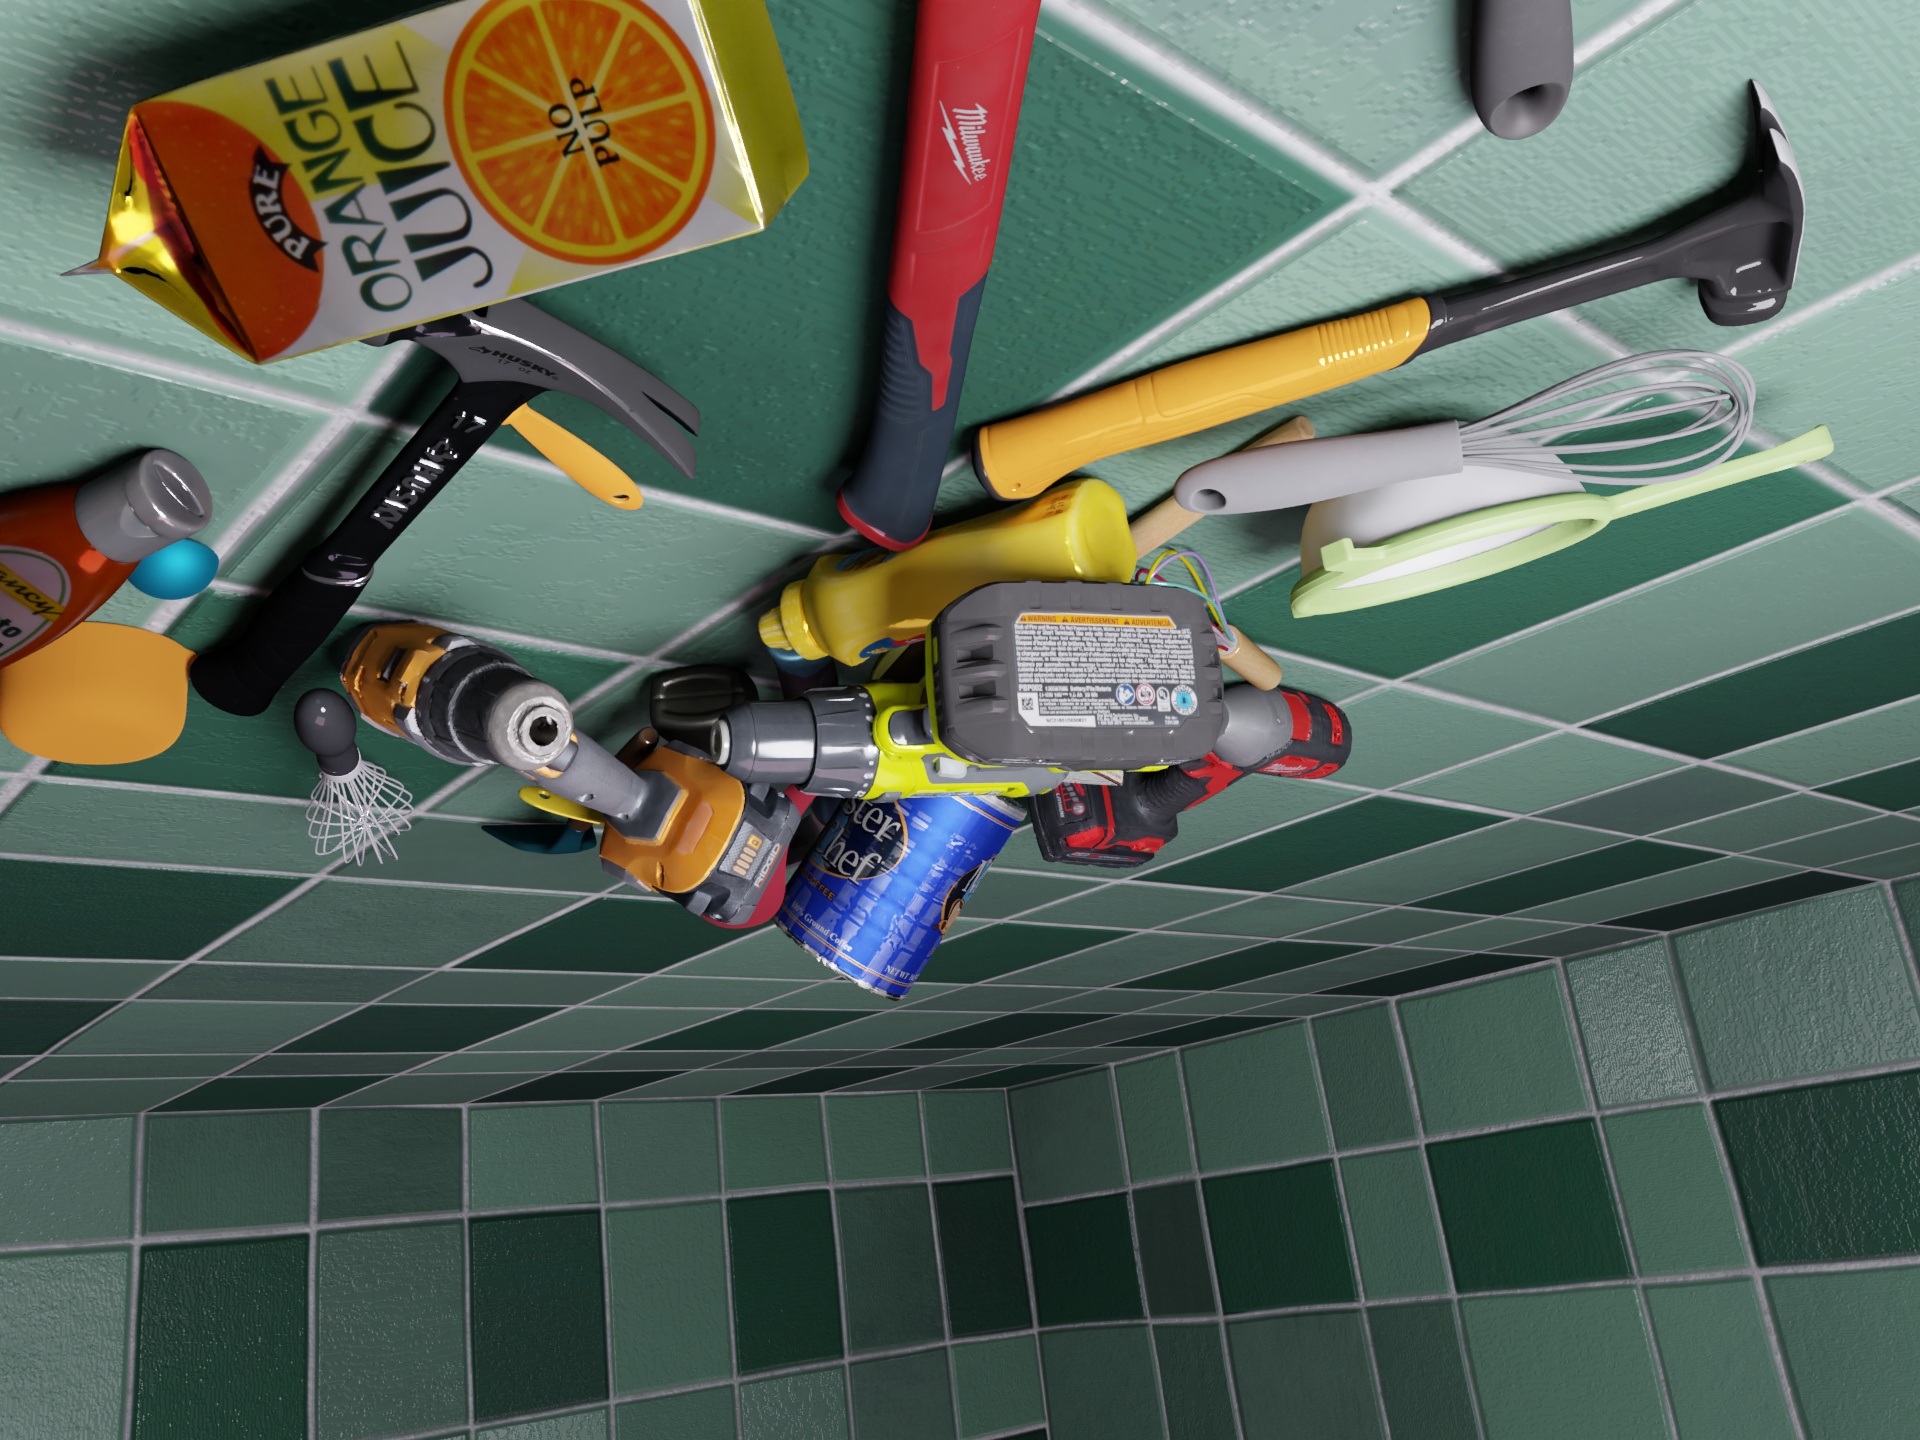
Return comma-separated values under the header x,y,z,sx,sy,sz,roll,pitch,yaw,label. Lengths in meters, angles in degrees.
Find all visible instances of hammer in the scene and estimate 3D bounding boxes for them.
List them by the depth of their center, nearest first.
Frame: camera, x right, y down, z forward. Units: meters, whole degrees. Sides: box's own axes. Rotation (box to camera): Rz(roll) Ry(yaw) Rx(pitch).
x,y,z,sx,sy,sz,roll,pitch,yaw,label
0.007,-0.161,0.568,0.143,0.038,0.386,-6,161,-8,hammer
0.159,-0.154,0.649,0.337,0.034,0.127,-14,161,20,hammer
-0.264,-0.075,0.703,0.149,0.036,0.409,18,152,-33,hammer
-0.085,0.014,0.992,0.128,0.033,0.330,-35,162,-13,hammer

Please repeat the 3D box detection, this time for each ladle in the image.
x,y,z,sx,sy,sz,roll,pitch,yaw,label
0.060,-0.067,0.839,0.078,0.062,0.320,36,139,-21,ladle
-0.068,0.018,0.902,0.315,0.069,0.031,-48,-175,26,ladle

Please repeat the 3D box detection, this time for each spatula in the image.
x,y,z,sx,sy,sz,roll,pitch,yaw,label
-0.250,0.049,1.061,0.082,0.044,0.317,2,161,-26,spatula

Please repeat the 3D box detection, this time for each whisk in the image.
x,y,z,sx,sy,sz,roll,pitch,yaw,label
0.141,-0.227,0.404,0.073,0.073,0.295,-13,167,18,whisk
0.210,-0.114,0.675,0.239,0.055,0.055,-7,162,13,whisk
-0.359,0.033,0.930,0.070,0.070,0.284,-2,164,-16,whisk
0.148,-0.048,0.944,0.051,0.047,0.244,-17,162,22,whisk

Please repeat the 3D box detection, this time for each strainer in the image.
x,y,z,sx,sy,sz,roll,pitch,yaw,label
0.273,-0.118,0.750,0.256,0.069,0.151,-16,173,5,strainer

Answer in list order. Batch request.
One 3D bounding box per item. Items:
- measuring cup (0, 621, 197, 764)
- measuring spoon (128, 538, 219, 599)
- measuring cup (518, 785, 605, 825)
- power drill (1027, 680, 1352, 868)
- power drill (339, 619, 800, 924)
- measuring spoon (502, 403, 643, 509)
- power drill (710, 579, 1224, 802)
x,y,z,sx,sy,sz,roll,pitch,yaw,label
-0.457,0.005,0.853,0.095,0.052,0.173,-1,158,-18,measuring cup
-0.403,-0.067,0.712,0.128,0.021,0.042,0,160,-20,measuring spoon
-0.190,0.052,0.969,0.156,0.062,0.029,16,119,-34,measuring cup
0.156,0.035,1.144,0.143,0.079,0.219,9,152,-42,power drill
-0.189,0.026,0.816,0.226,0.084,0.185,36,166,-37,power drill
-0.169,-0.112,0.684,0.021,0.011,0.116,-13,160,16,measuring spoon
-0.001,-0.002,0.761,0.190,0.080,0.228,0,170,-26,power drill
